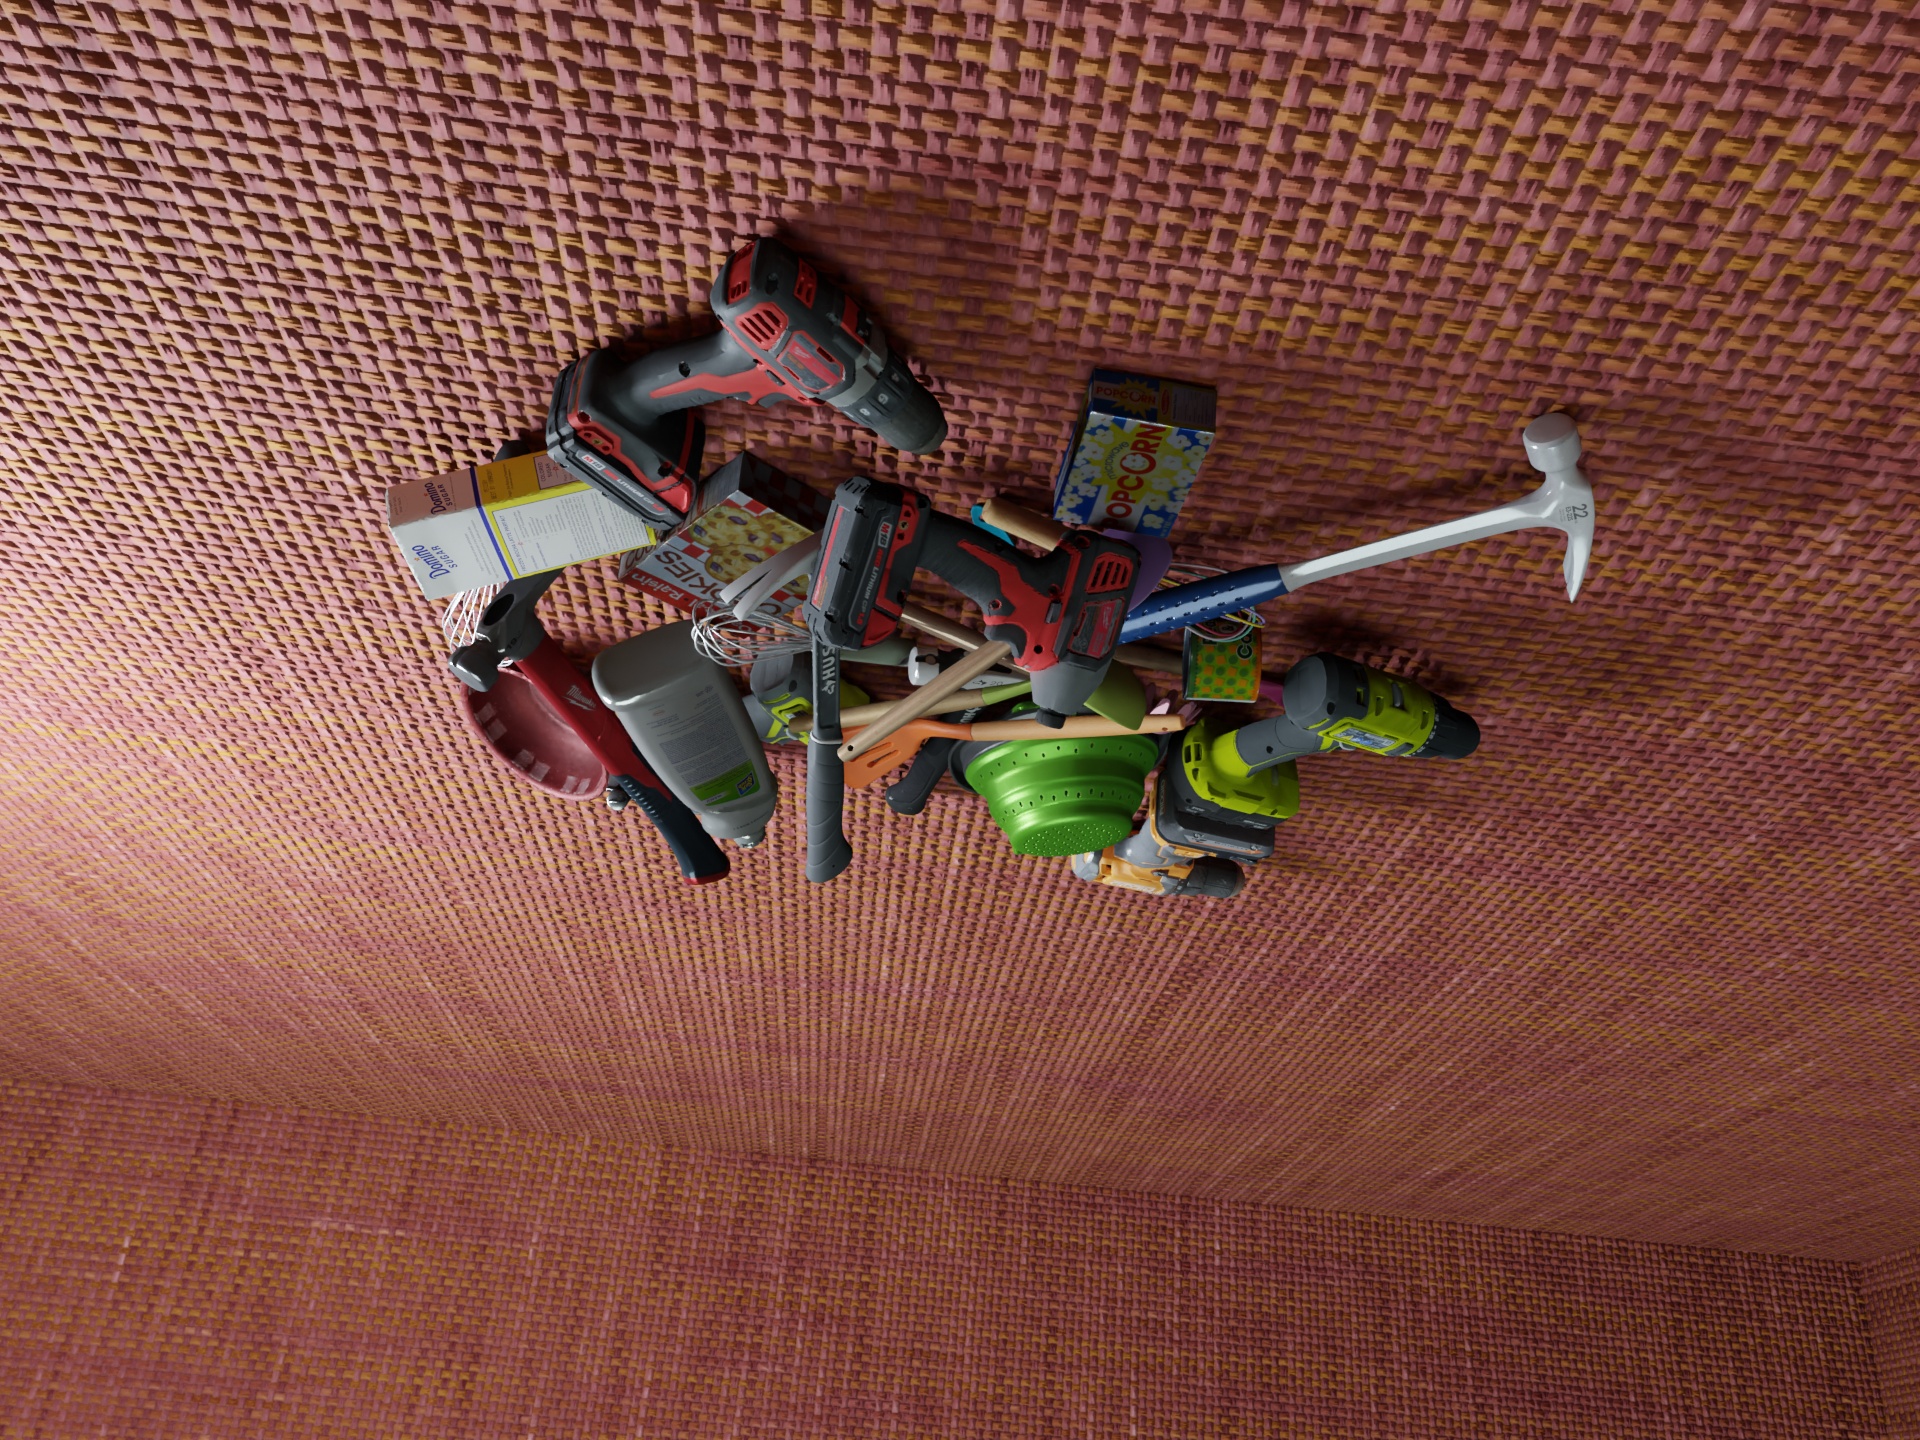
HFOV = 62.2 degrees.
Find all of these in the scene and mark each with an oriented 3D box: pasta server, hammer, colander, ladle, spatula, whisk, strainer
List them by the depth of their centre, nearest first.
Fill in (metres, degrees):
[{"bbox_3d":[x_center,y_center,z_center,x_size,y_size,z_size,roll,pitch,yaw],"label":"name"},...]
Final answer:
[{"bbox_3d":[0.246,-0.101,1.146,0.405,0.035,0.143,-14,133,23],"label":"hammer"},{"bbox_3d":[0.026,-0.051,1.205,0.316,0.060,0.018,-33,171,23],"label":"spatula"},{"bbox_3d":[0.126,-0.115,1.206,0.244,0.047,0.051,21,136,-18],"label":"whisk"},{"bbox_3d":[-0.367,-0.126,1.252,0.070,0.070,0.284,13,145,-15],"label":"whisk"},{"bbox_3d":[-0.110,0.003,1.265,0.149,0.036,0.408,-25,146,-24],"label":"hammer"},{"bbox_3d":[-0.117,-0.064,1.265,0.058,0.059,0.246,-41,154,29],"label":"whisk"},{"bbox_3d":[-0.002,-0.004,1.296,0.320,0.062,0.078,-8,171,26],"label":"ladle"},{"bbox_3d":[0.048,-0.057,1.299,0.316,0.040,0.060,23,-169,-9],"label":"pasta server"},{"bbox_3d":[0.032,0.016,1.329,0.323,0.041,0.080,-3,143,27],"label":"spatula"},{"bbox_3d":[-0.282,0.015,1.359,0.038,0.143,0.385,20,154,33],"label":"hammer"},{"bbox_3d":[-0.007,0.017,1.462,0.146,0.035,0.334,2,156,-15],"label":"hammer"},{"bbox_3d":[0.089,0.095,1.503,0.204,0.095,0.396,-4,158,-6],"label":"colander"},{"bbox_3d":[-0.320,0.064,1.526,0.087,0.050,0.258,3,-178,-8],"label":"strainer"}]

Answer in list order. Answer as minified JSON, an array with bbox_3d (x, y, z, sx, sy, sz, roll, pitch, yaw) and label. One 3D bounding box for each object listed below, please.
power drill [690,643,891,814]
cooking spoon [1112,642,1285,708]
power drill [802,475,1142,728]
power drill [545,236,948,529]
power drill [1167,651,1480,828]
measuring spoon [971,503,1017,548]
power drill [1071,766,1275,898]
[{"bbox_3d":[-0.187,0.014,1.459,0.223,0.080,0.171,-16,144,28],"label":"power drill"},{"bbox_3d":[0.223,-0.039,1.349,0.318,0.017,0.068,12,157,-13],"label":"cooking spoon"},{"bbox_3d":[0.010,-0.080,1.106,0.219,0.143,0.079,13,-171,-20],"label":"power drill"},{"bbox_3d":[-0.138,-0.206,1.047,0.227,0.080,0.187,-19,144,33],"label":"power drill"},{"bbox_3d":[0.306,0.022,1.356,0.190,0.080,0.228,15,153,-30],"label":"power drill"},{"bbox_3d":[0.042,-0.128,1.225,0.042,0.021,0.128,-10,139,27],"label":"measuring spoon"},{"bbox_3d":[0.234,0.123,1.586,0.185,0.084,0.226,13,155,-15],"label":"power drill"}]
